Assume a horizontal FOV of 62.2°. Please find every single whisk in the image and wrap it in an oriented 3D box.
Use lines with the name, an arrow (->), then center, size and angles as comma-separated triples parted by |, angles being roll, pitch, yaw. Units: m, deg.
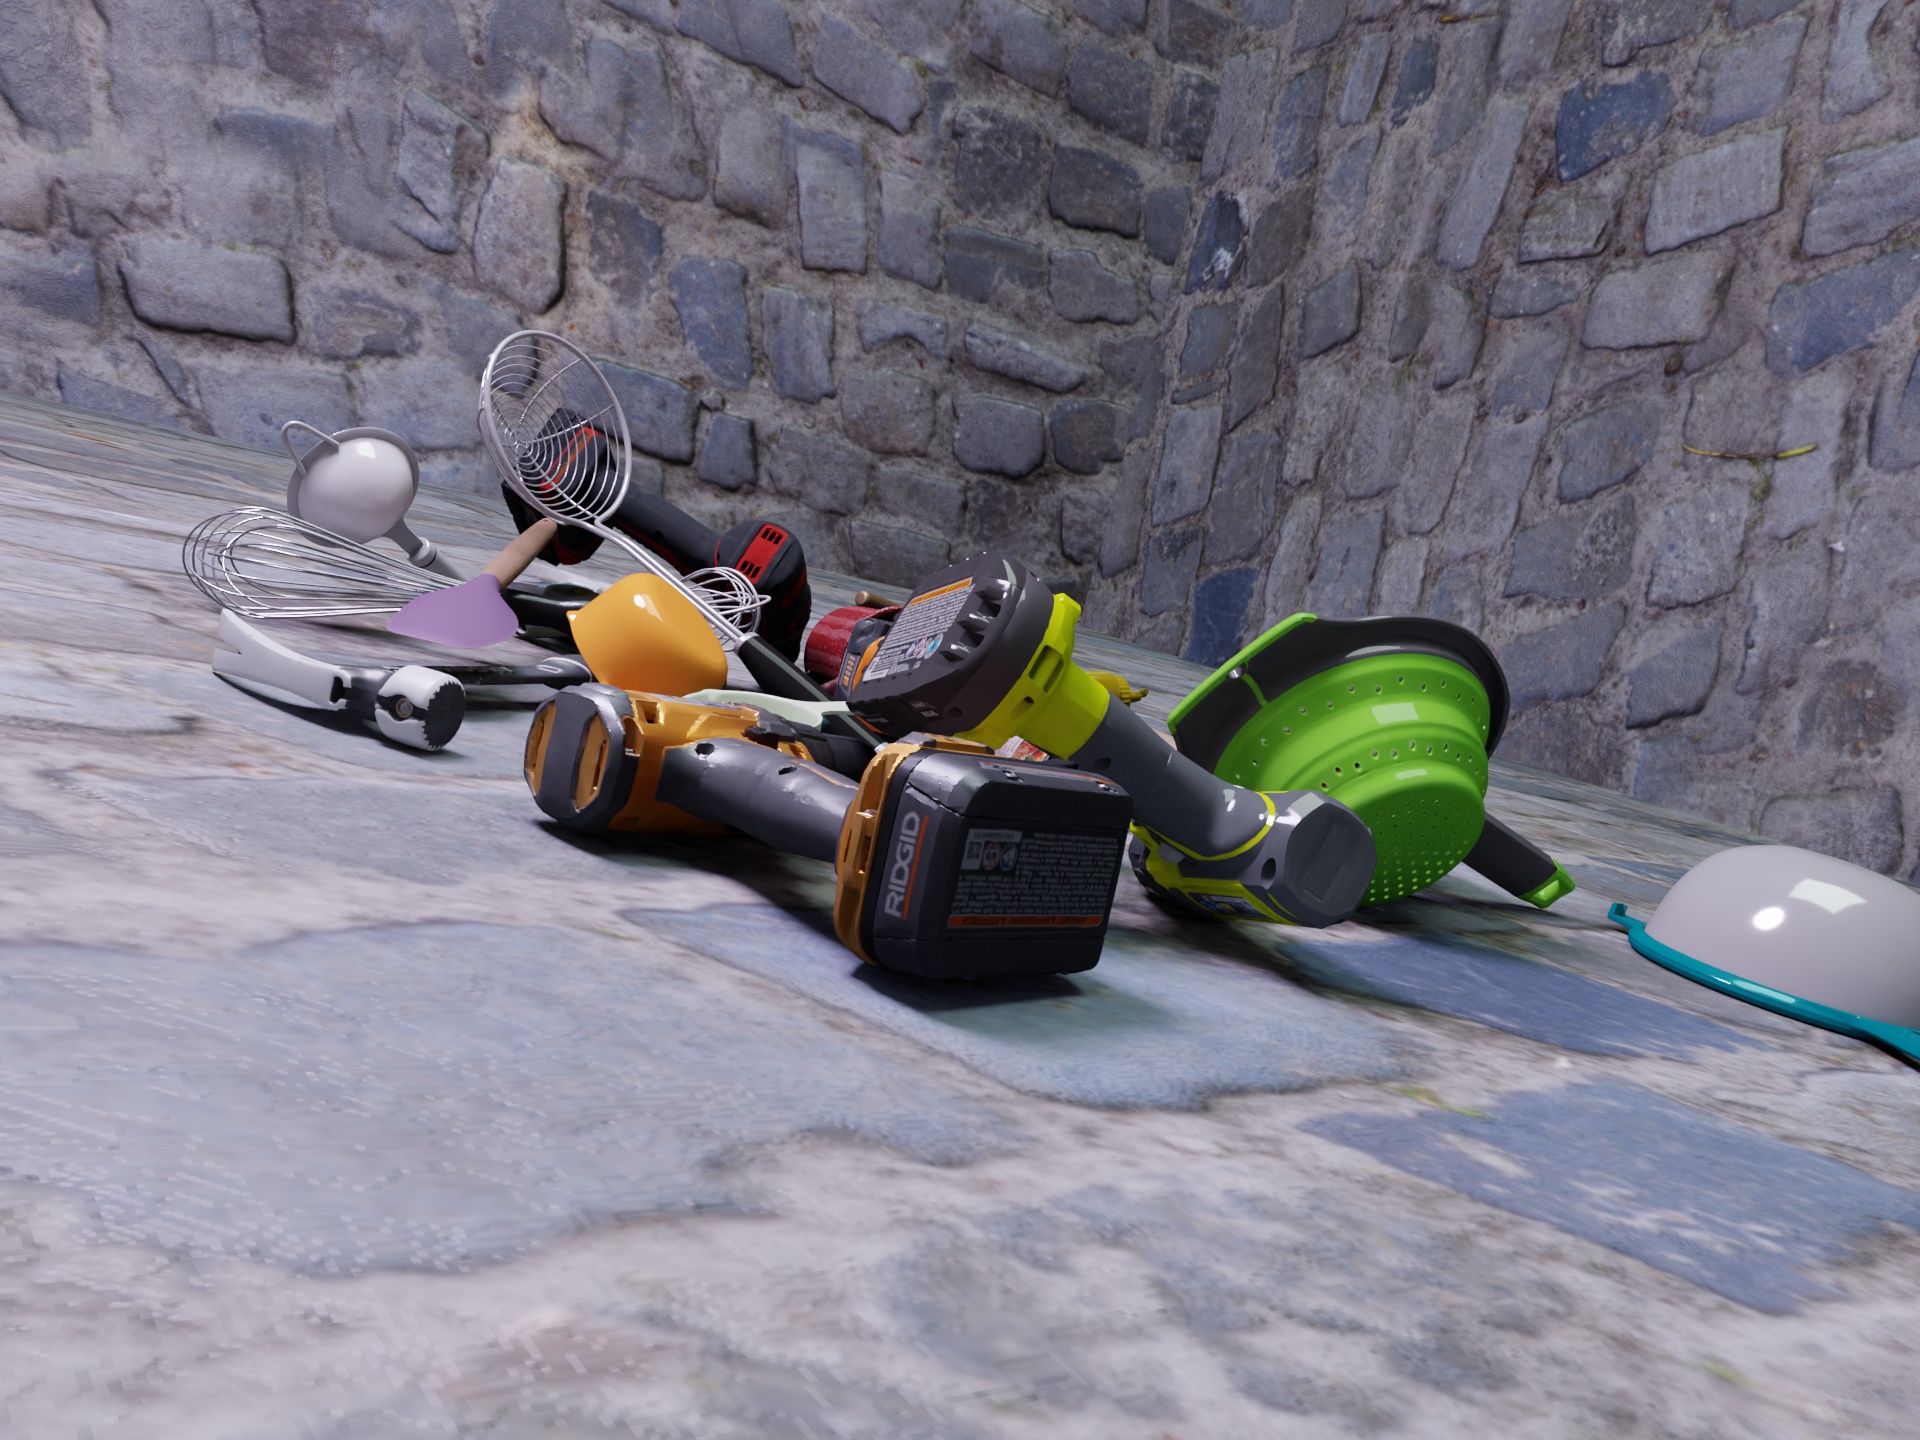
whisk -> -0.333, -0.079, 0.999 | 0.284, 0.070, 0.070 | 9, 8, -24
whisk -> -0.230, -0.074, 1.109 | 0.246, 0.057, 0.059 | 0, 17, 36

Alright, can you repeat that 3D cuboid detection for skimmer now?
skimmer -> -0.164, -0.106, 0.990 | 0.363, 0.090, 0.127 | 40, 26, 16

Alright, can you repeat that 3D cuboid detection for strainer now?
strainer -> 0.551, 0.140, 0.968 | 0.211, 0.095, 0.340 | 15, 5, 2
strainer -> -0.361, -0.115, 1.057 | 0.050, 0.087, 0.258 | 42, -8, 23

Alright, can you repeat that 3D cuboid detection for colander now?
colander -> 0.294, 0.073, 0.983 | 0.396, 0.204, 0.095 | 29, 31, -38

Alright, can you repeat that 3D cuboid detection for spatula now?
spatula -> -0.277, -0.087, 0.958 | 0.059, 0.018, 0.316 | 14, 16, -8

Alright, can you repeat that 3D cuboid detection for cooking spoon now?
cooking spoon -> 0.011, -0.062, 1.375 | 0.069, 0.017, 0.318 | 19, -1, 37

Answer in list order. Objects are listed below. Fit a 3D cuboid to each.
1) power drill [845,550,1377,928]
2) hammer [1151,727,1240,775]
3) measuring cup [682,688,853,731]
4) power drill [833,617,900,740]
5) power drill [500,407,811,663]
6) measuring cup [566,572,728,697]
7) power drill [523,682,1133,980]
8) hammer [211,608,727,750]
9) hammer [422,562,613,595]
power drill -> 0.065, 0.021, 0.752 | 0.223, 0.080, 0.171 | 35, -15, -17
hammer -> 0.131, 0.002, 1.476 | 0.146, 0.038, 0.411 | 10, 8, -24
measuring cup -> -0.080, 0.010, 0.867 | 0.167, 0.038, 0.083 | -2, 18, -43
power drill -> -0.002, -0.003, 1.062 | 0.164, 0.084, 0.227 | 10, 12, -31
power drill -> -0.212, -0.119, 1.178 | 0.227, 0.080, 0.187 | 27, -20, 7
measuring cup -> -0.168, -0.026, 0.871 | 0.095, 0.052, 0.174 | 49, 9, -22
power drill -> -0.041, 0.038, 0.654 | 0.226, 0.084, 0.185 | 14, 3, 38
hammer -> -0.245, -0.026, 0.922 | 0.149, 0.036, 0.409 | 15, 6, 17
hammer -> -0.354, -0.102, 1.315 | 0.128, 0.033, 0.331 | 16, 7, 4
